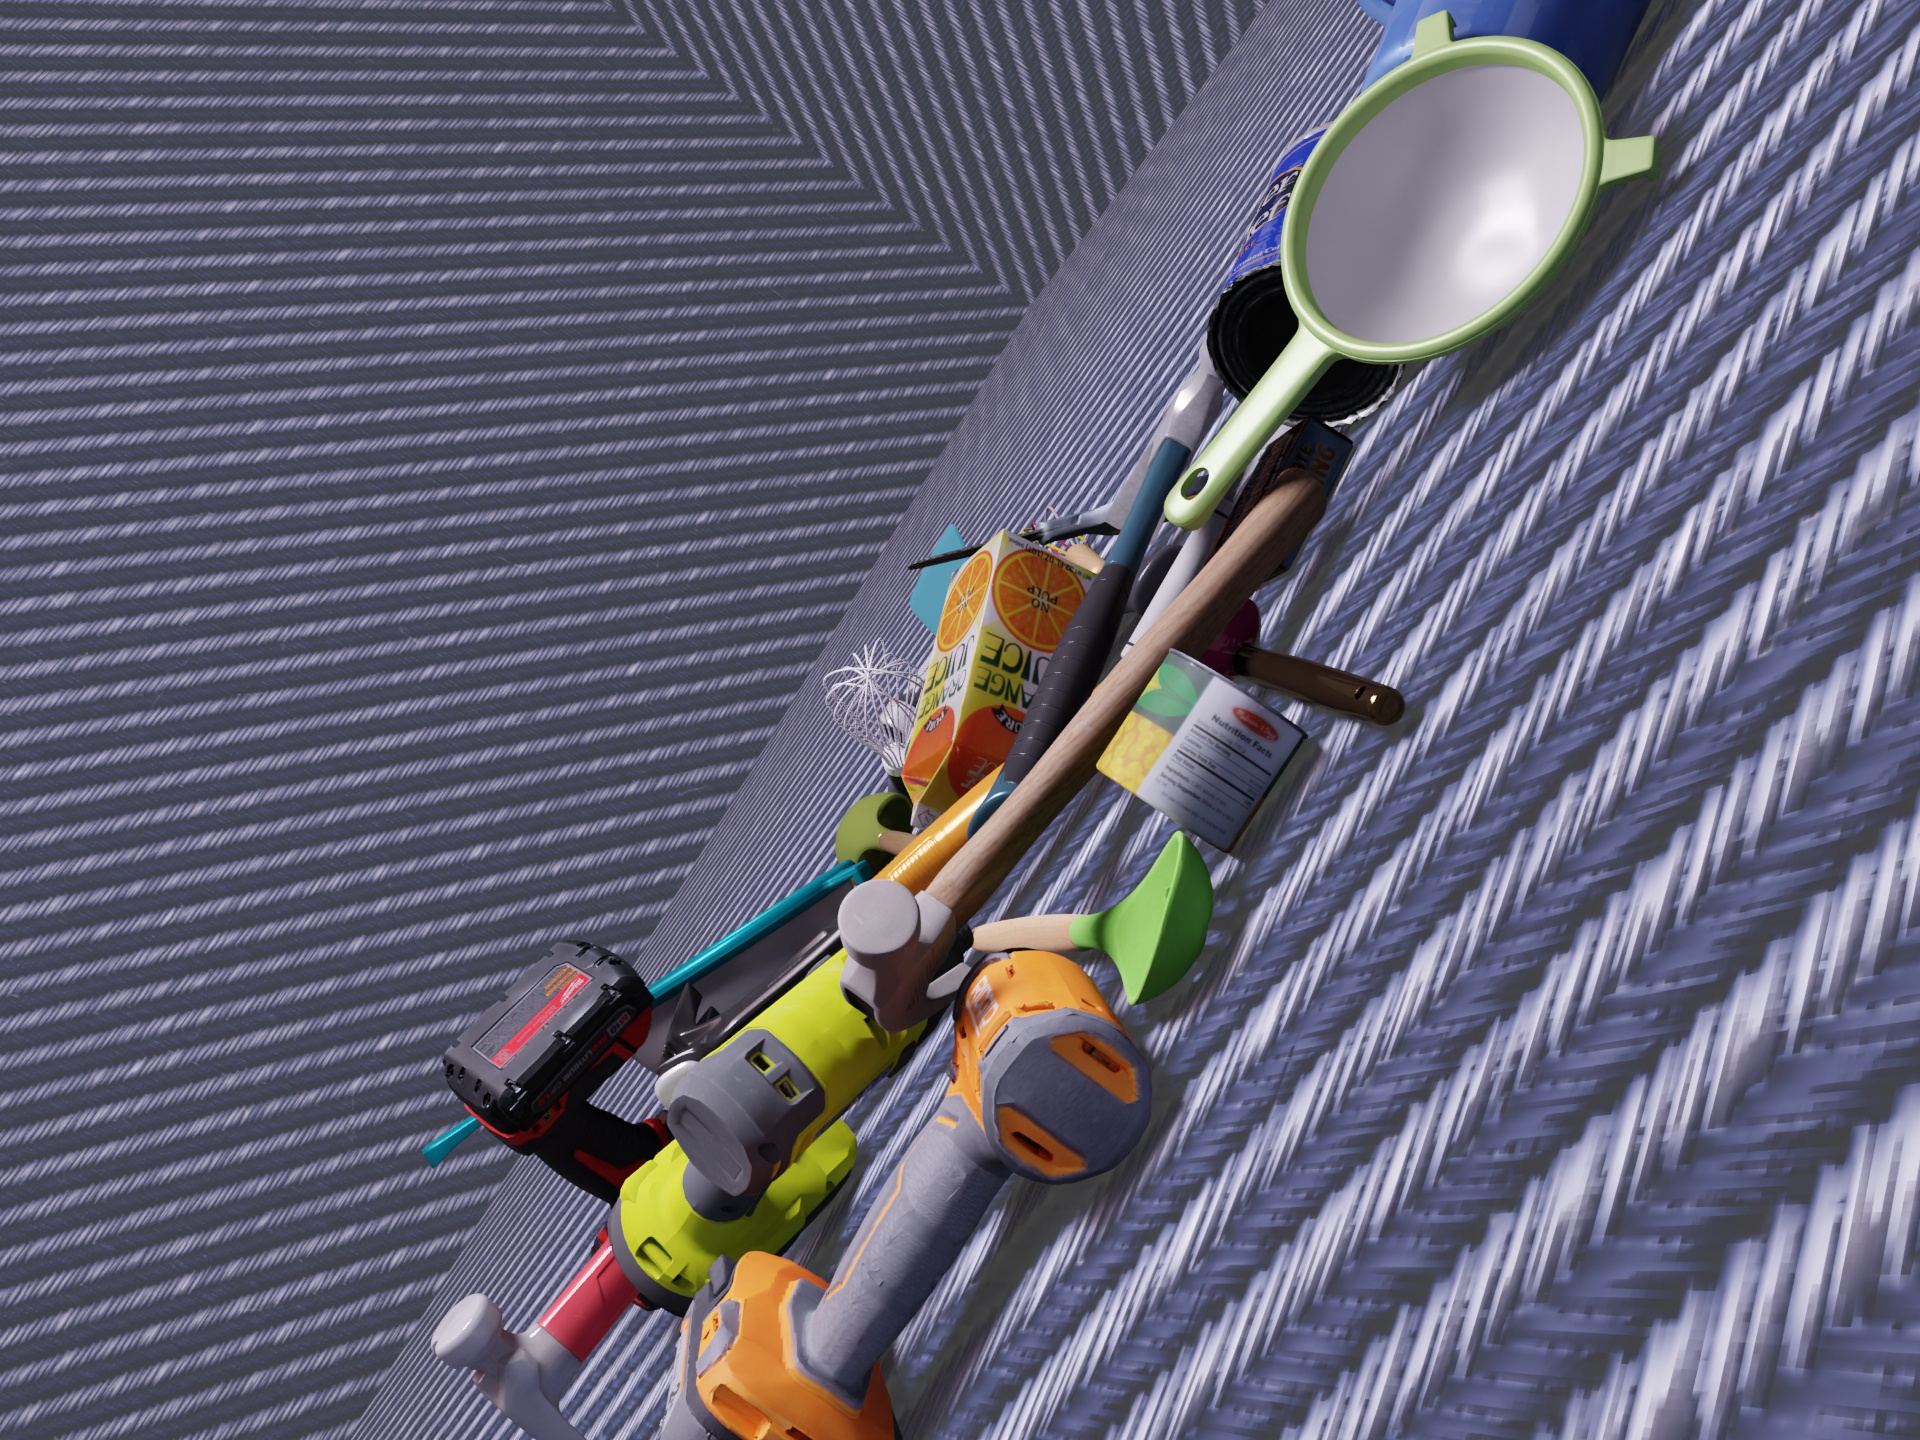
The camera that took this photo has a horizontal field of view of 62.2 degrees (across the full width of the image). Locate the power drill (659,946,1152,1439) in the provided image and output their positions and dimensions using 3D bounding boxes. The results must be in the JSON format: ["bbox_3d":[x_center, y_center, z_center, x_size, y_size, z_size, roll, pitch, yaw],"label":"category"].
[{"bbox_3d":[-0.019,0.189,0.630,0.226,0.084,0.164,-53,7,2],"label":"power drill"}]

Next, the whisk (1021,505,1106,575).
[{"bbox_3d":[0.085,-0.130,1.244,0.051,0.047,0.245,-54,13,8],"label":"whisk"}]

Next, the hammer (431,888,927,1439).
[{"bbox_3d":[-0.122,0.251,0.942,0.386,0.143,0.038,-49,20,-25],"label":"hammer"}]

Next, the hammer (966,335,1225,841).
[{"bbox_3d":[0.077,-0.065,0.840,0.331,0.033,0.128,-63,1,-34],"label":"hammer"}]

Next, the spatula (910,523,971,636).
[{"bbox_3d":[-0.002,-0.003,1.054,0.318,0.044,0.082,-91,25,-47],"label":"spatula"}]

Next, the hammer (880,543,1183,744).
[{"bbox_3d":[0.053,-0.068,1.130,0.149,0.036,0.409,-59,15,-17],"label":"hammer"}]

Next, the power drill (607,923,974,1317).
[{"bbox_3d":[-0.081,0.188,0.768,0.171,0.080,0.223,-35,-16,-42],"label":"power drill"}]

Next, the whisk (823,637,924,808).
[{"bbox_3d":[-0.049,0.018,1.169,0.070,0.070,0.284,-60,-14,-17],"label":"whisk"}]

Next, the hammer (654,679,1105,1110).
[{"bbox_3d":[-0.031,0.086,0.881,0.337,0.034,0.127,-39,12,6],"label":"hammer"}]

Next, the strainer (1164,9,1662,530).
[{"bbox_3d":[0.194,-0.182,0.733,0.256,0.069,0.152,-51,48,21],"label":"strainer"}]

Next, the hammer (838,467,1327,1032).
[{"bbox_3d":[0.063,0.004,0.700,0.331,0.031,0.130,-47,-20,-23],"label":"hammer"}]

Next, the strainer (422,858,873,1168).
[{"bbox_3d":[-0.190,0.223,1.079,0.340,0.095,0.211,-34,-1,-19],"label":"strainer"}]

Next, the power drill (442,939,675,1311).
[{"bbox_3d":[-0.198,0.244,0.967,0.079,0.219,0.143,15,52,46],"label":"power drill"}]

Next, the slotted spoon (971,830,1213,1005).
[{"bbox_3d":[0.050,0.096,0.733,0.314,0.031,0.070,148,139,-73],"label":"slotted spoon"}]

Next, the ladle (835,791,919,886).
[{"bbox_3d":[-0.032,0.088,1.078,0.078,0.062,0.320,-68,13,-7],"label":"ladle"}]

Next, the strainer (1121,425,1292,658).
[{"bbox_3d":[0.154,-0.129,0.914,0.258,0.050,0.087,-60,24,1],"label":"strainer"}]

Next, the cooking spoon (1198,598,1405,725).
[{"bbox_3d":[0.136,-0.025,0.719,0.069,0.017,0.319,-57,9,3],"label":"cooking spoon"}]
